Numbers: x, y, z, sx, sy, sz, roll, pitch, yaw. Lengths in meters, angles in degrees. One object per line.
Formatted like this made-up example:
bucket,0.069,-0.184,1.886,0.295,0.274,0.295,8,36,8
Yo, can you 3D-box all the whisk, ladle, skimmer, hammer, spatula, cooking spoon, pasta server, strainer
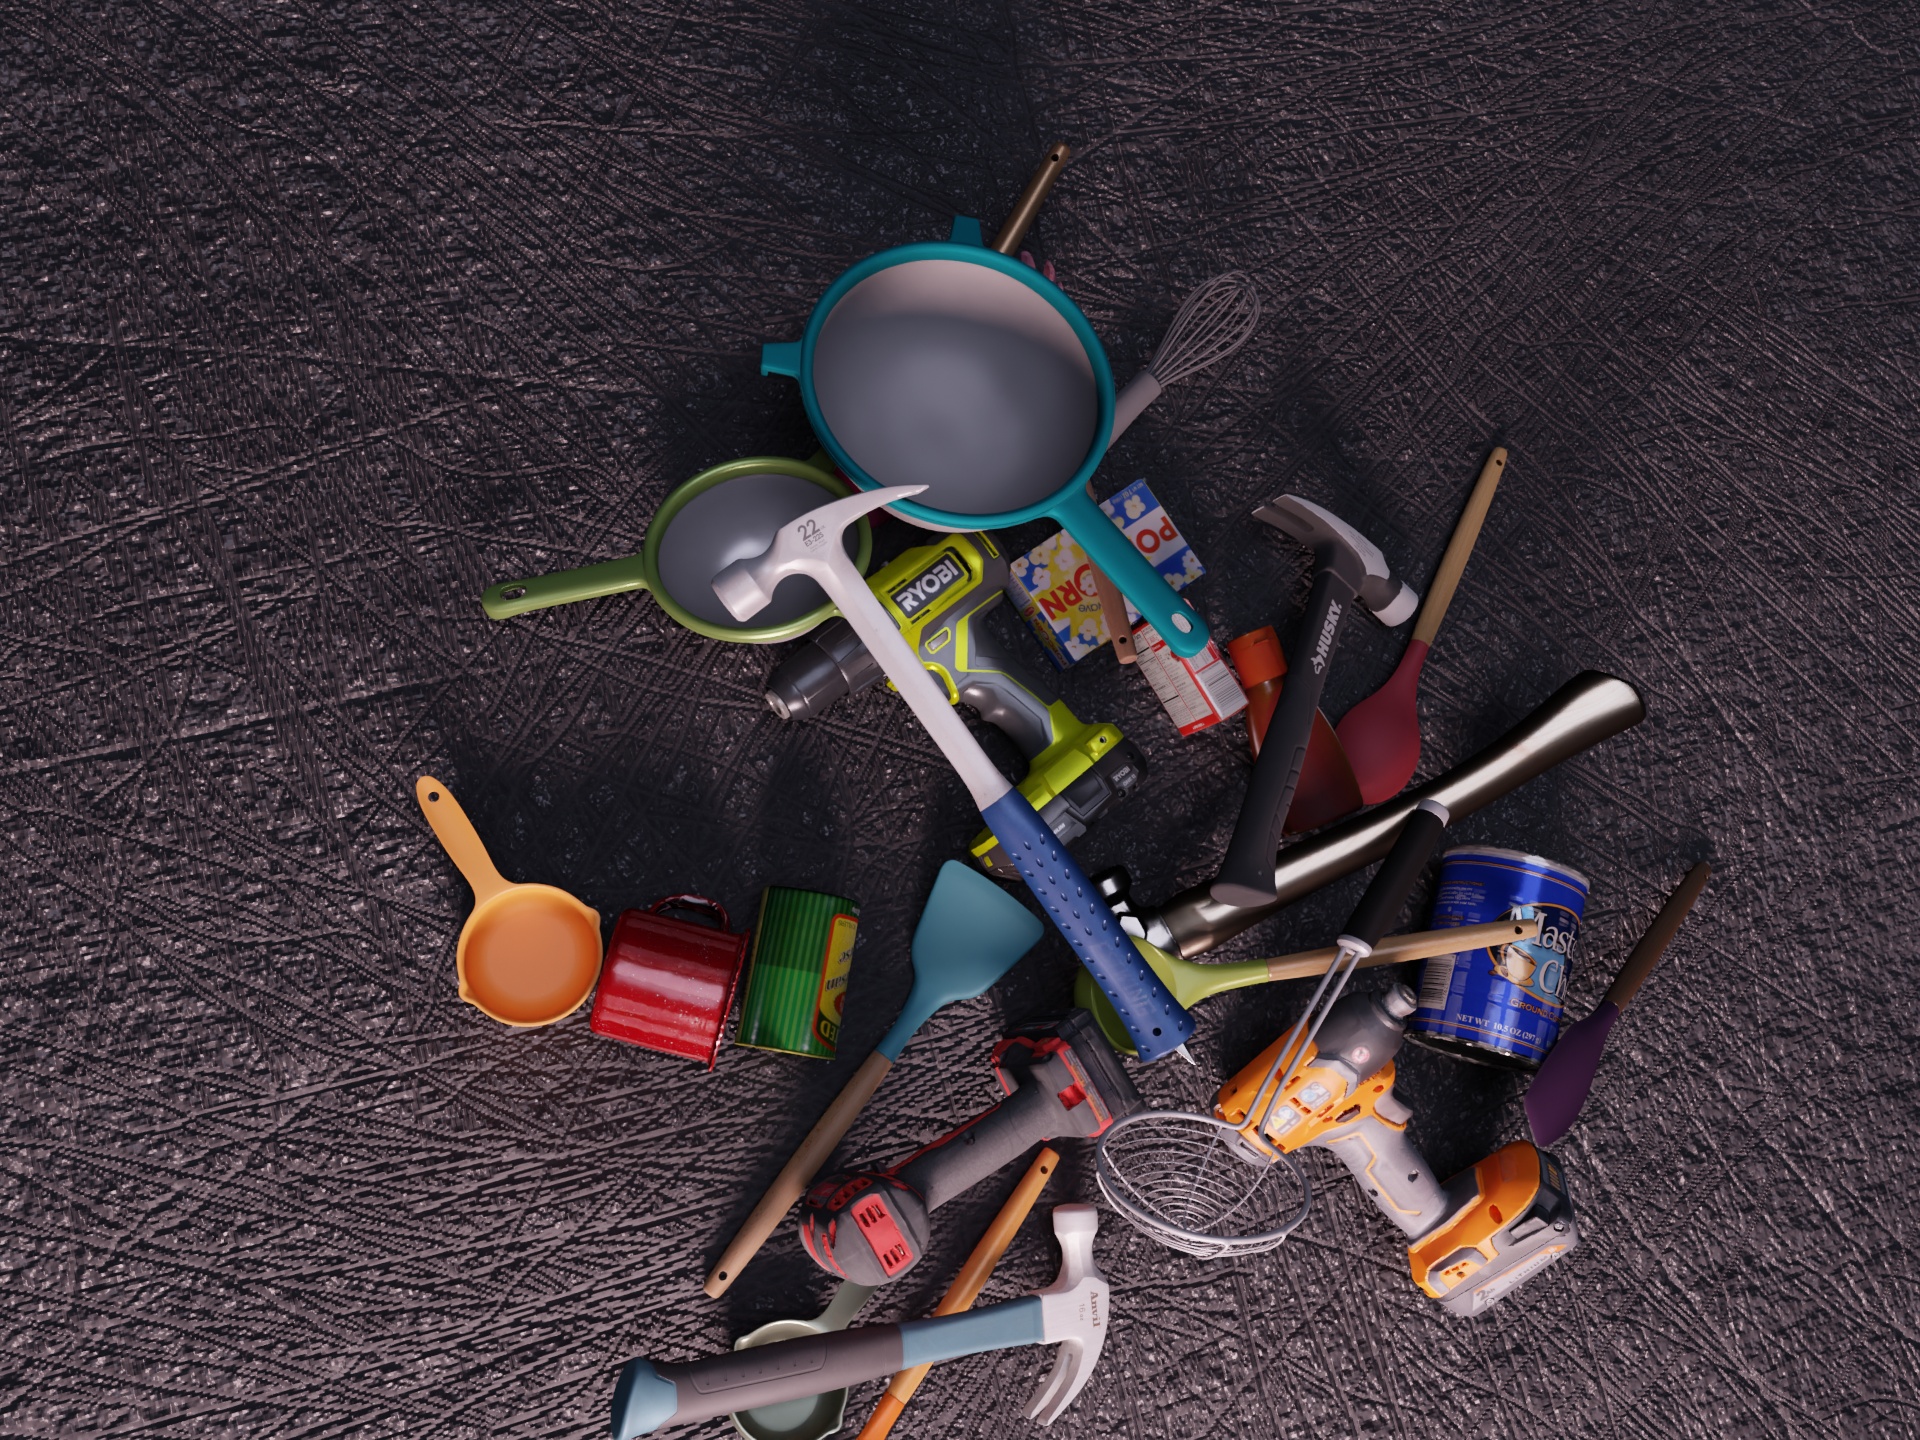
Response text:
whisk,0.139,-0.248,1.180,0.055,0.055,0.239,45,79,-3
ladle,0.233,0.163,1.061,0.320,0.062,0.078,-9,85,-3
skimmer,0.215,0.174,0.989,0.127,0.090,0.363,21,61,33
ladle,0.360,-0.079,1.214,0.069,0.031,0.315,29,73,-7
hammer,0.021,0.037,0.990,0.144,0.035,0.405,-35,95,3
spatula,0.480,0.195,1.149,0.316,0.018,0.059,-38,113,-36
spatula,-0.067,0.240,1.043,0.082,0.044,0.317,36,75,5
cooking spoon,-0.004,-0.279,1.138,0.069,0.017,0.319,30,84,0
hammer,0.228,-0.013,1.097,0.146,0.035,0.335,39,54,-19
hammer,-0.052,0.387,0.979,0.331,0.033,0.128,0,81,-28
pasta server,0.077,-0.188,1.126,0.060,0.040,0.316,-17,71,11
spatula,-0.031,0.416,1.034,0.081,0.041,0.323,38,70,-4
strainer,-0.183,-0.089,1.059,0.256,0.069,0.152,-12,59,-4
hammer,0.295,0.087,1.111,0.410,0.038,0.146,-27,89,-1
strainer,0.033,-0.161,1.066,0.211,0.095,0.340,-40,85,-22

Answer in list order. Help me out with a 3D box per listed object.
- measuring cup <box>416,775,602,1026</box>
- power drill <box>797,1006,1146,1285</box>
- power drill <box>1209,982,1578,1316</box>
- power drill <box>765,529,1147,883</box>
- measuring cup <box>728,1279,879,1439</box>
measuring cup,-0.293,0.113,1.005,0.095,0.052,0.173,-32,87,-17
power drill,-0.003,0.274,1.009,0.219,0.143,0.078,-30,88,-23
power drill,0.305,0.282,1.075,0.226,0.084,0.164,39,115,-6
power drill,-0.002,-0.003,1.085,0.190,0.080,0.228,-39,88,-18
measuring cup,-0.085,0.390,1.021,0.083,0.038,0.168,37,56,8
